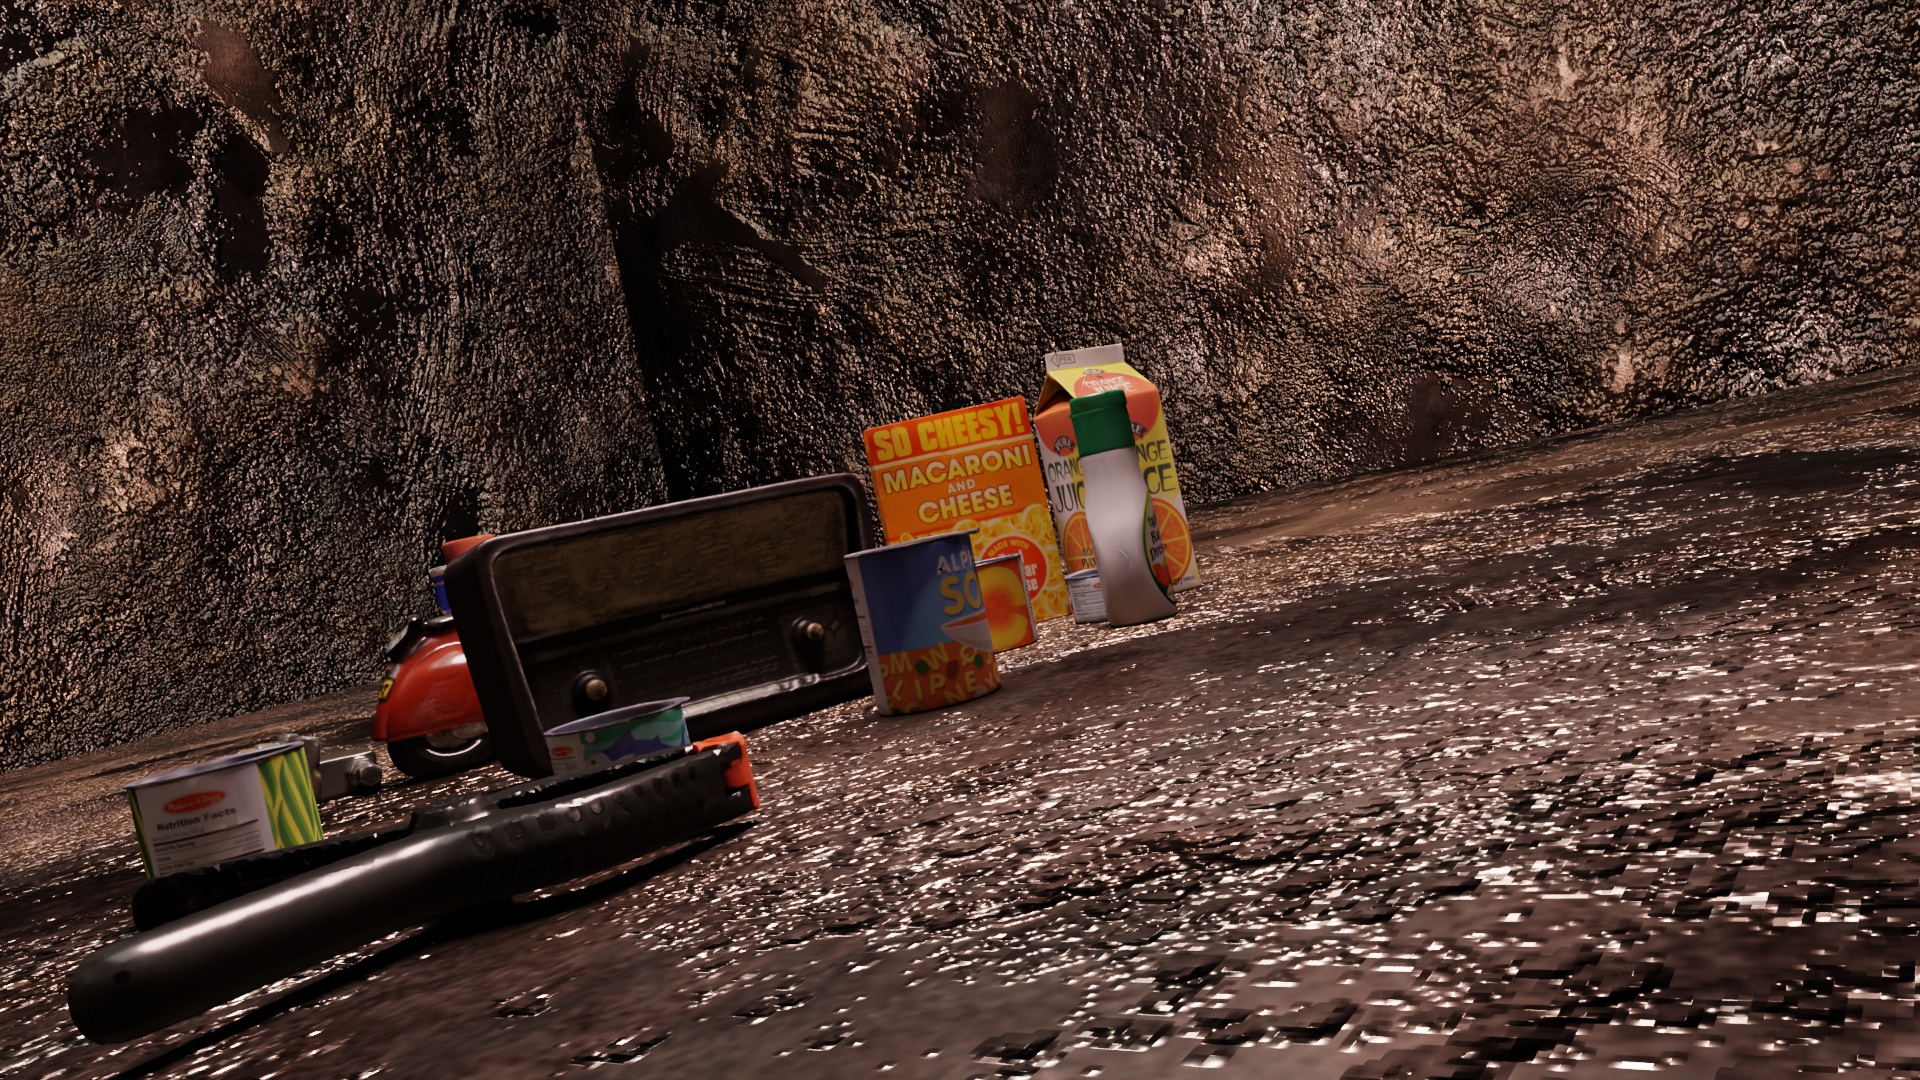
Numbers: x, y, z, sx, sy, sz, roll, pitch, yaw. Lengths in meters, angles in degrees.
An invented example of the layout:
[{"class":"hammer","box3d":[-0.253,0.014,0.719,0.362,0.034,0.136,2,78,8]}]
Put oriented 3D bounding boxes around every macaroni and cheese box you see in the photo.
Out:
[{"class":"macaroni and cheese box","box3d":[0.004,-0.013,1.038,0.124,0.166,0.040,-12,1,-7]}]

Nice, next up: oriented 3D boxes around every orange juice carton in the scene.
[{"class":"orange juice carton","box3d":[0.113,-0.050,1.041,0.072,0.192,0.073,-13,1,-26]}]

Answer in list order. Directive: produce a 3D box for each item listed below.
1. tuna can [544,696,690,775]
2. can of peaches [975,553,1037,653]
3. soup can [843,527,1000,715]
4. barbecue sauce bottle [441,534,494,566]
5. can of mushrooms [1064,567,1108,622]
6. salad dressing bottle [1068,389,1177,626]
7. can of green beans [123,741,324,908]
[{"class":"tuna can","box3d":[-0.162,0.100,0.671,0.071,0.033,0.071,-12,1,0]},{"class":"can of peaches","box3d":[0.011,0.044,0.904,0.071,0.058,0.071,-12,1,0]},{"class":"soup can","box3d":[-0.016,0.041,0.713,0.071,0.083,0.071,-12,1,0]},{"class":"barbecue sauce bottle","box3d":[-0.335,0.071,0.990,0.043,0.148,0.065,-12,1,20]},{"class":"can of mushrooms","box3d":[0.109,0.034,0.957,0.071,0.033,0.071,-12,1,0]},{"class":"salad dressing bottle","box3d":[0.102,-0.021,0.886,0.044,0.147,0.064,-12,1,18]},{"class":"can of green beans","box3d":[-0.298,0.119,0.569,0.071,0.058,0.071,-12,1,0]}]
